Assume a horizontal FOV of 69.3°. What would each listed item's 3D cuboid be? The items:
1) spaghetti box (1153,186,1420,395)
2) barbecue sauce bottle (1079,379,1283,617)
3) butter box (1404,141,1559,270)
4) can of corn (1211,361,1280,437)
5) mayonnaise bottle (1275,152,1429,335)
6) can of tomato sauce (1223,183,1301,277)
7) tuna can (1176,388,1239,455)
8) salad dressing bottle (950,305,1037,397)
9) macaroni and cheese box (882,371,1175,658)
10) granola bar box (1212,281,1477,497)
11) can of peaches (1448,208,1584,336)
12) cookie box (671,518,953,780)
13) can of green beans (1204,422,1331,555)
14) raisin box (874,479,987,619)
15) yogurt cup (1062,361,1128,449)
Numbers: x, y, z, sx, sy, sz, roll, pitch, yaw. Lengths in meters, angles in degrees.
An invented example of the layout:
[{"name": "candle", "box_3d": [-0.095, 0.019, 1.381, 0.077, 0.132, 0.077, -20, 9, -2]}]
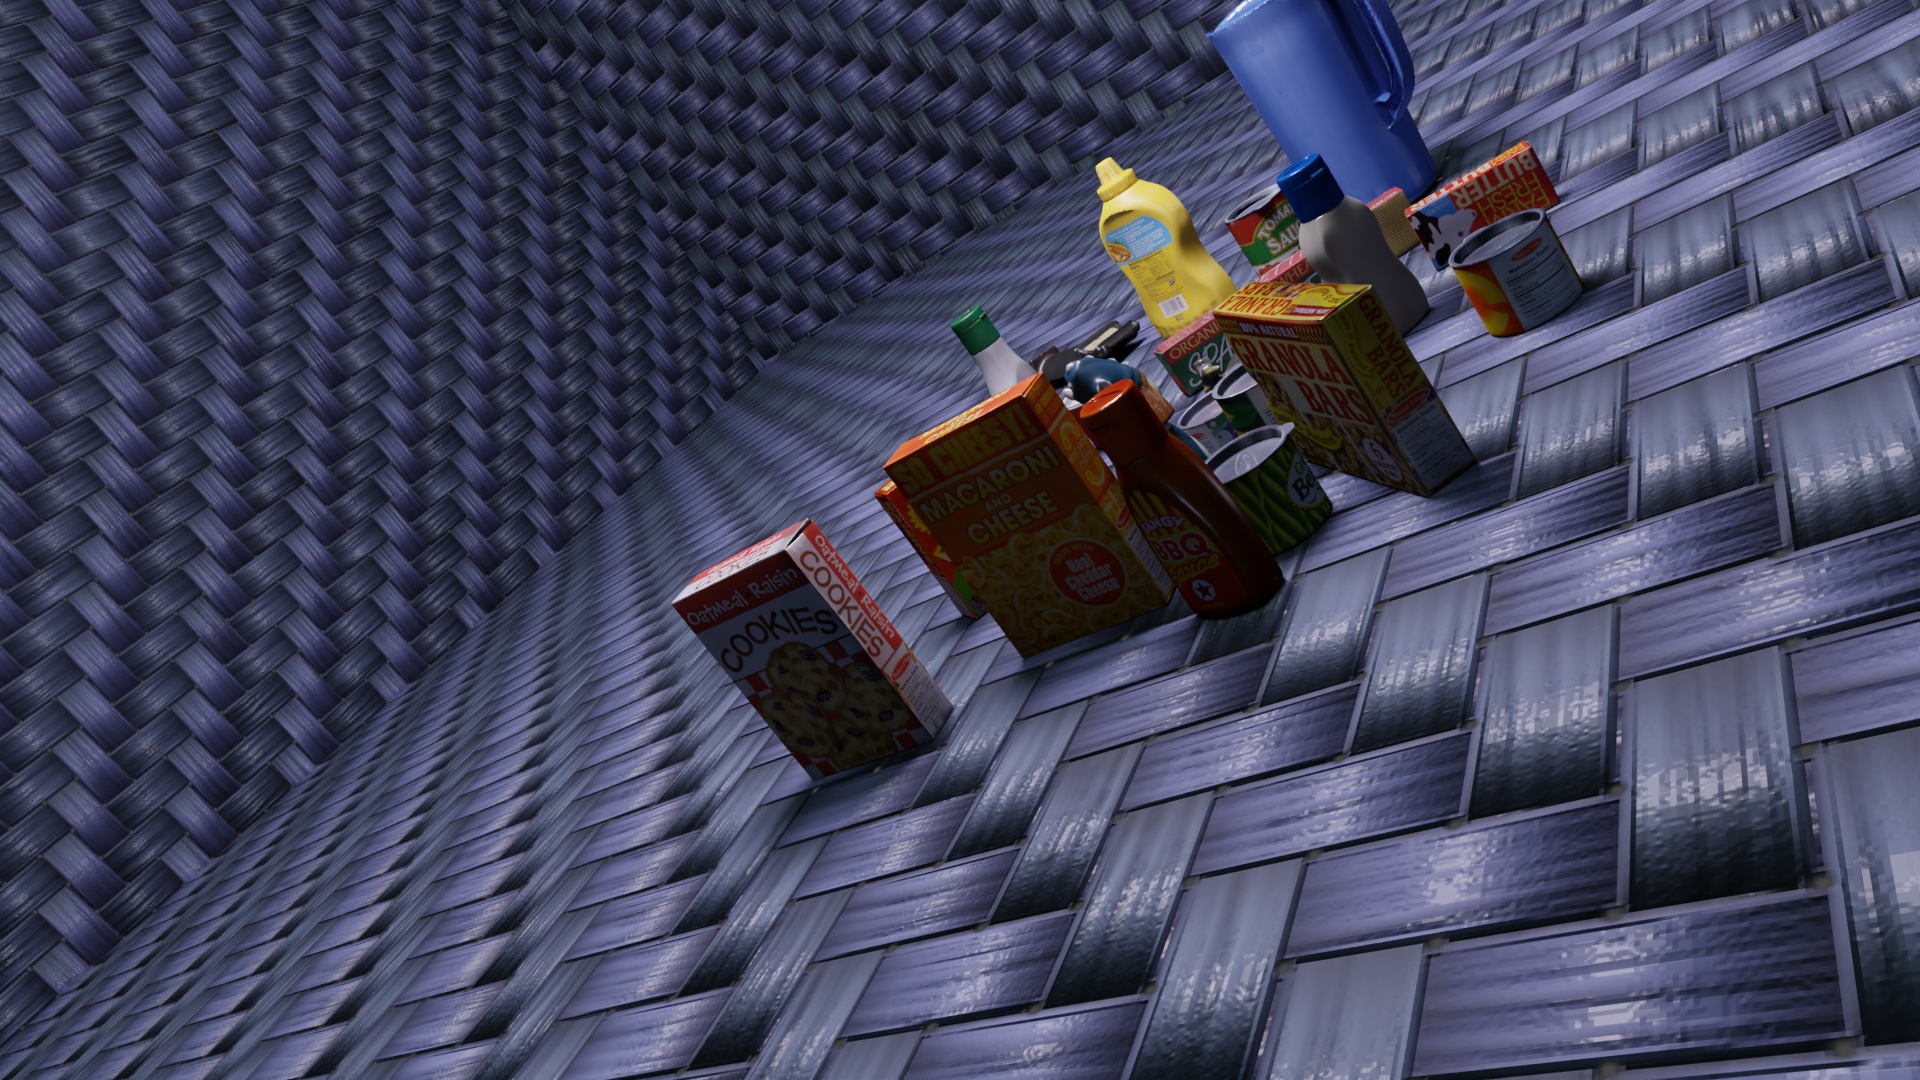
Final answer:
[{"name": "spaghetti box", "box_3d": [0.287, -0.216, 1.214, 0.250, 0.050, 0.029, -34, 15, 7]}, {"name": "barbecue sauce bottle", "box_3d": [0.124, -0.024, 0.807, 0.044, 0.148, 0.064, -45, 18, -32]}, {"name": "butter box", "box_3d": [0.408, -0.262, 1.088, 0.103, 0.053, 0.024, -30, 16, 22]}, {"name": "can of corn", "box_3d": [0.222, -0.098, 0.989, 0.071, 0.058, 0.071, -33, 15, 10]}, {"name": "mayonnaise bottle", "box_3d": [0.286, -0.215, 1.028, 0.065, 0.148, 0.041, -39, 15, -11]}, {"name": "can of tomato sauce", "box_3d": [0.305, -0.292, 1.342, 0.071, 0.083, 0.071, -33, 15, 10]}, {"name": "tuna can", "box_3d": [0.204, -0.094, 1.064, 0.071, 0.032, 0.071, -33, 15, 10]}, {"name": "salad dressing bottle", "box_3d": [0.046, -0.169, 1.407, 0.044, 0.147, 0.064, -24, 19, 39]}, {"name": "macaroni and cheese box", "box_3d": [0.046, -0.013, 0.907, 0.123, 0.166, 0.040, -25, 19, 36]}, {"name": "granola bar box", "box_3d": [0.227, -0.097, 0.848, 0.039, 0.124, 0.166, -37, 15, -2]}, {"name": "can of peaches", "box_3d": [0.365, -0.176, 0.915, 0.071, 0.058, 0.071, -33, 15, 10]}, {"name": "cookie box", "box_3d": [-0.102, 0.078, 0.952, 0.122, 0.167, 0.040, -24, 19, 37]}, {"name": "can of green beans", "box_3d": [0.187, -0.030, 0.860, 0.071, 0.057, 0.071, -33, 15, 10]}, {"name": "raisin box", "box_3d": [0.004, -0.014, 1.081, 0.086, 0.123, 0.040, -39, 15, -12]}, {"name": "yogurt cup", "box_3d": [0.132, -0.119, 1.250, 0.072, 0.054, 0.072, -33, 15, 10]}]
